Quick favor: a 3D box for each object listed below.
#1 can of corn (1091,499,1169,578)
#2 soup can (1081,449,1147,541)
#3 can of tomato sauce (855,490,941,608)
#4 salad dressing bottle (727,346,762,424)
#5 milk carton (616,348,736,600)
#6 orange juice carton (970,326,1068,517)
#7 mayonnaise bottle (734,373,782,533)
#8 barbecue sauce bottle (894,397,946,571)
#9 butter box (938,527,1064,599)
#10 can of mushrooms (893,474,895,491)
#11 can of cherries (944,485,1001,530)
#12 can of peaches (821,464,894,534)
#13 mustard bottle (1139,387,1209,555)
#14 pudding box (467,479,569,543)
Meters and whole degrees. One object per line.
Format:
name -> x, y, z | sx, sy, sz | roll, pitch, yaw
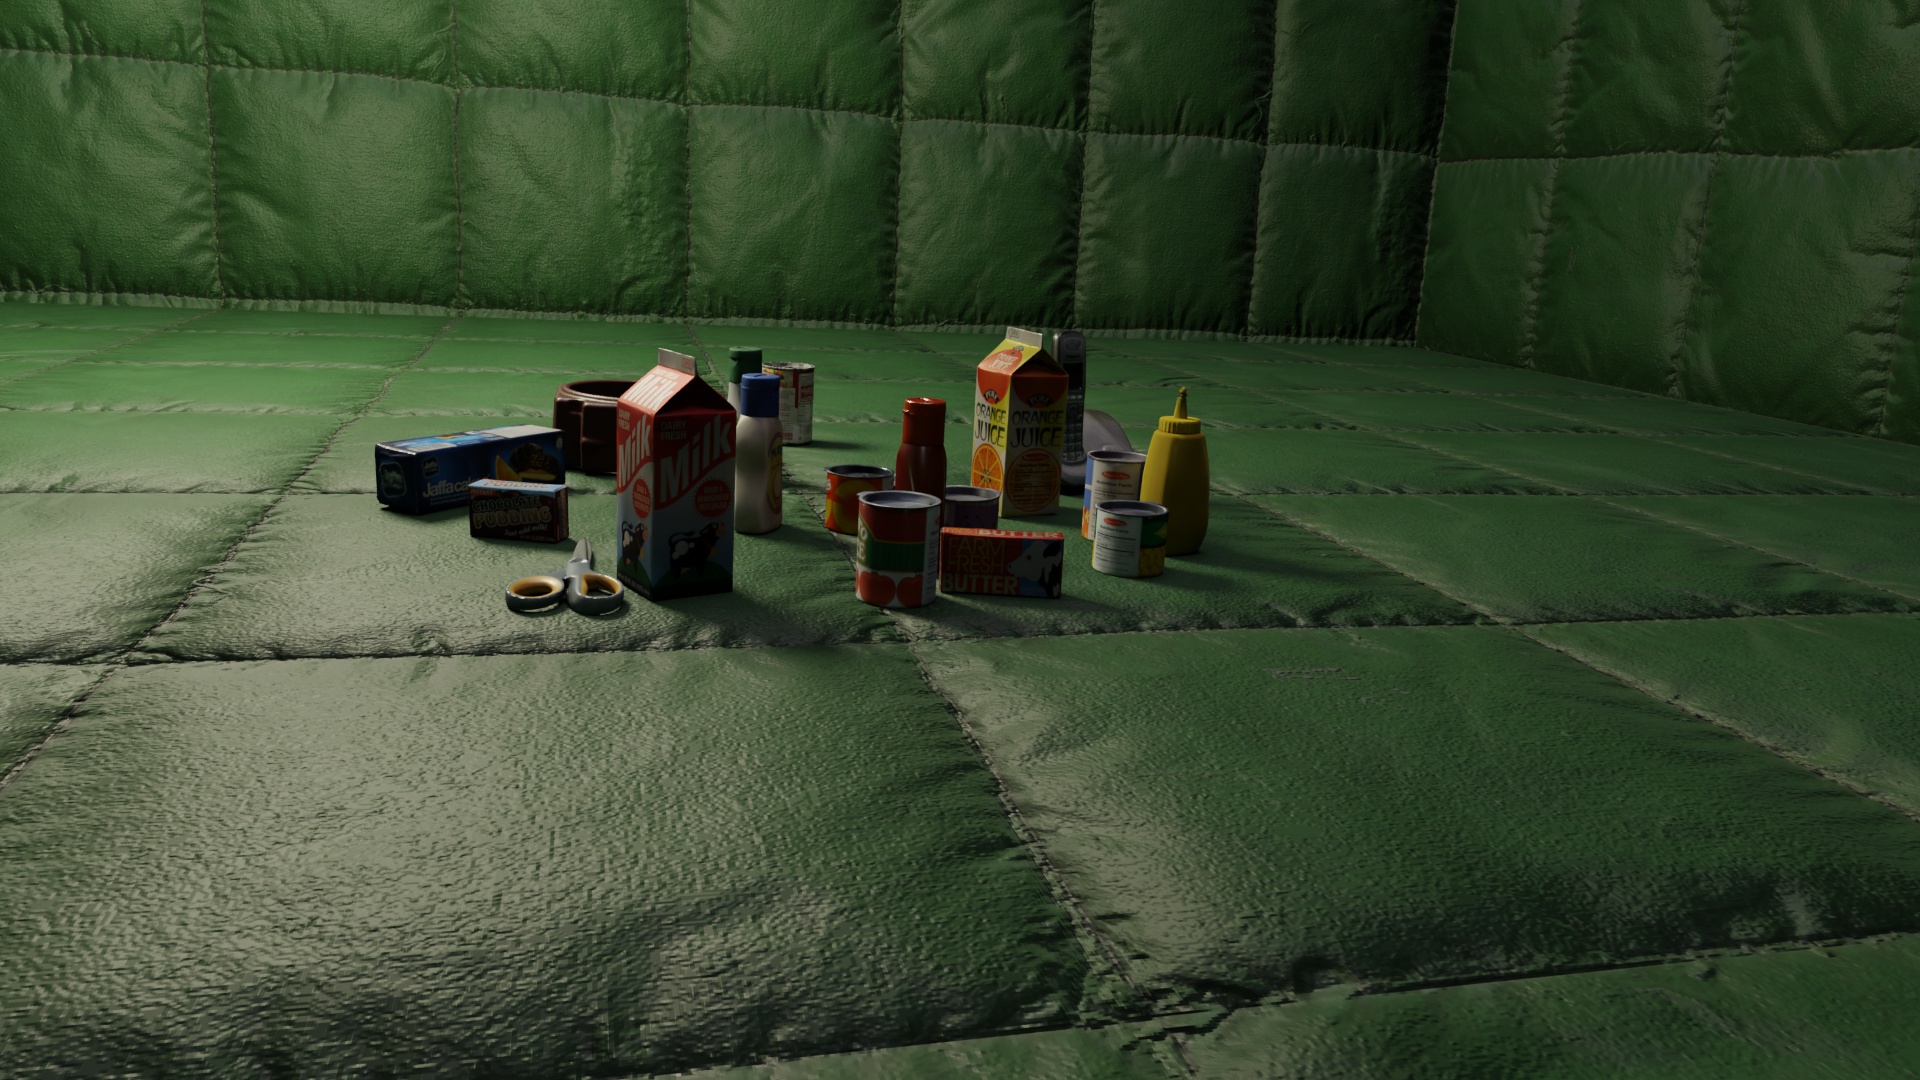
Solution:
can of corn -> 0.155, -0.002, 1.260 | 0.071, 0.058, 0.071 | 3, 13, -1
soup can -> 0.156, -0.044, 1.379 | 0.071, 0.083, 0.071 | 3, 13, -1
can of tomato sauce -> -0.053, 0.006, 1.123 | 0.071, 0.083, 0.071 | 3, 13, -1
salad dressing bottle -> -0.243, -0.142, 1.558 | 0.044, 0.147, 0.064 | -9, 18, -43
milk carton -> -0.227, -0.055, 1.105 | 0.073, 0.190, 0.072 | -6, 16, -36
orange juice carton -> 0.062, -0.126, 1.466 | 0.073, 0.192, 0.072 | -4, 15, -28
mayonnaise bottle -> -0.192, -0.084, 1.325 | 0.041, 0.147, 0.065 | 6, 13, 12
barbecue sauce bottle -> -0.035, -0.050, 1.221 | 0.044, 0.148, 0.065 | -1, 14, -20
butter box -> 0.034, 0.018, 1.158 | 0.103, 0.053, 0.024 | 3, 13, 0
can of mushrooms -> -0.089, -0.049, 1.451 | 0.071, 0.033, 0.071 | 3, 13, -1
can of cherries -> 0.005, -0.016, 1.282 | 0.071, 0.058, 0.071 | 3, 13, -1
can of peaches -> -0.101, -0.041, 1.360 | 0.071, 0.058, 0.071 | 3, 13, -1
mustard bottle -> 0.207, -0.068, 1.326 | 0.065, 0.159, 0.049 | -5, 15, -31
pudding box -> -0.398, -0.027, 1.251 | 0.084, 0.049, 0.030 | 5, 13, 7
